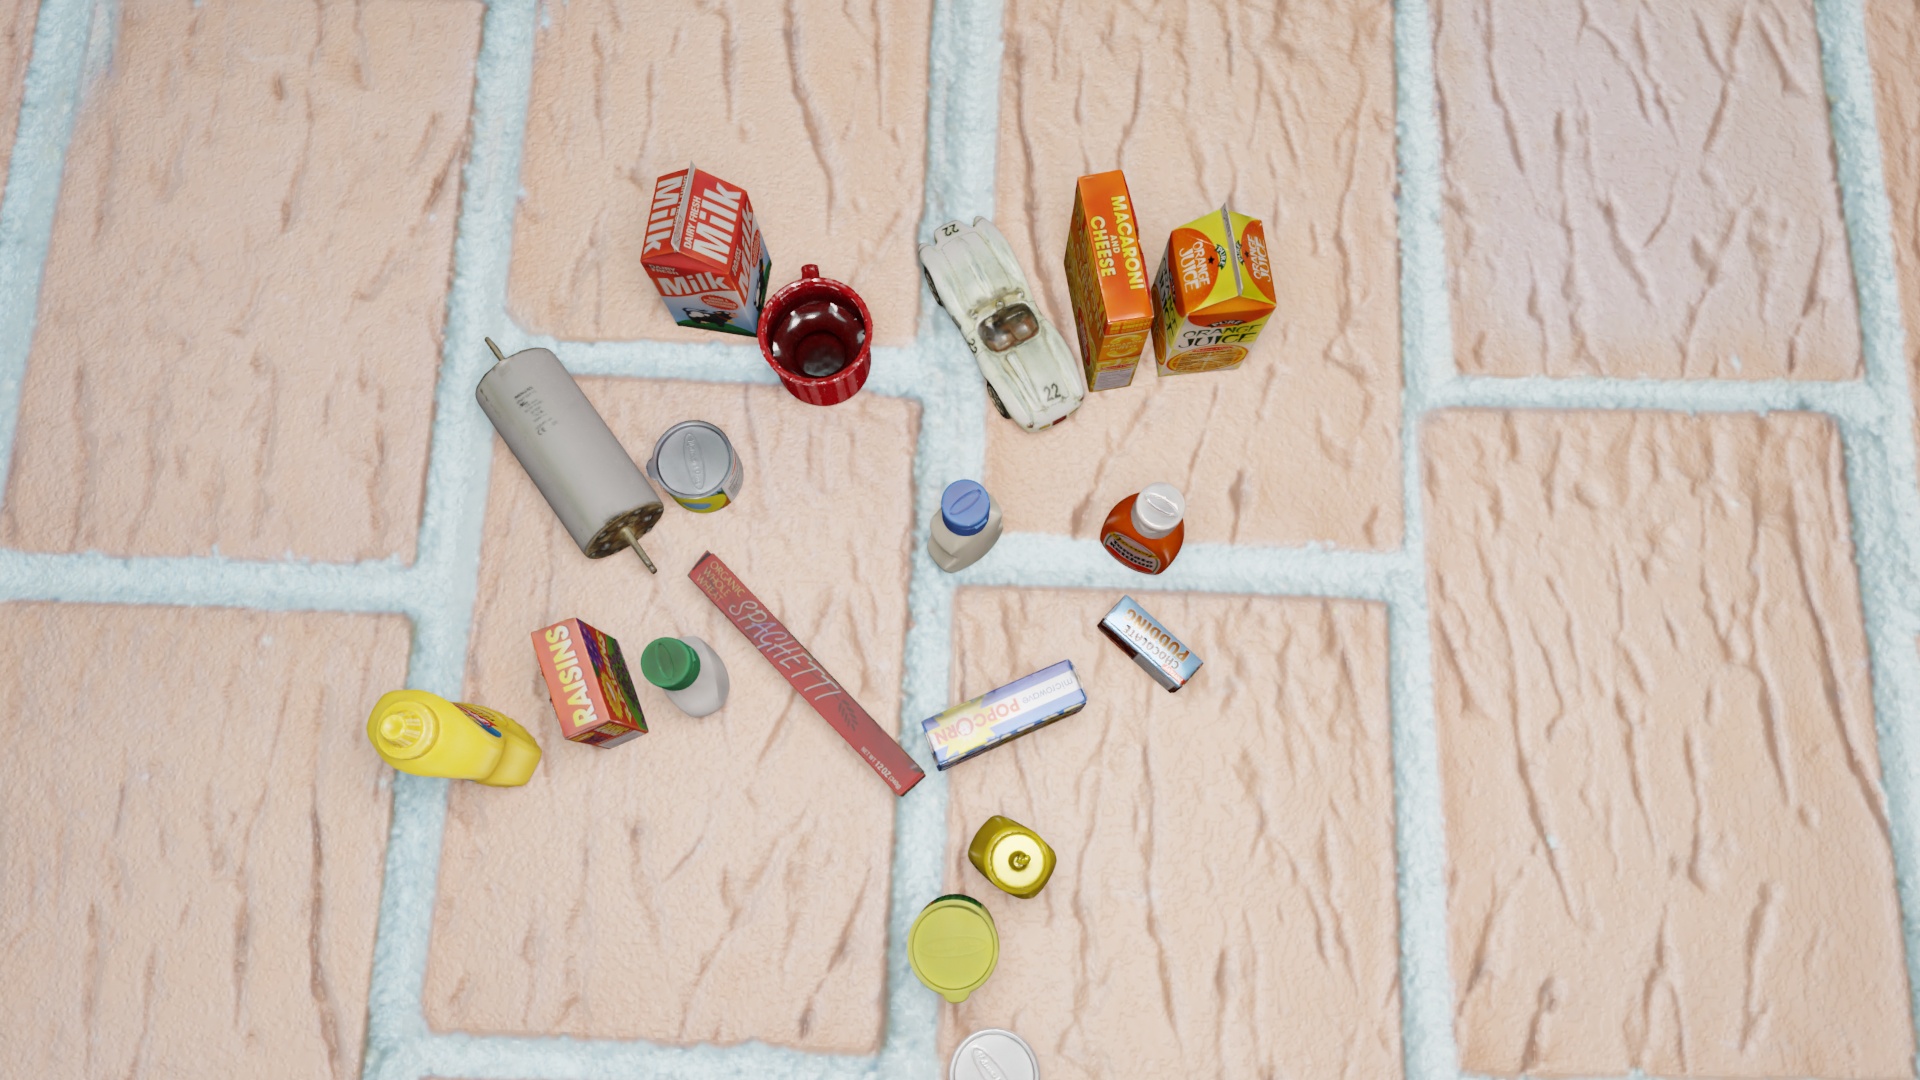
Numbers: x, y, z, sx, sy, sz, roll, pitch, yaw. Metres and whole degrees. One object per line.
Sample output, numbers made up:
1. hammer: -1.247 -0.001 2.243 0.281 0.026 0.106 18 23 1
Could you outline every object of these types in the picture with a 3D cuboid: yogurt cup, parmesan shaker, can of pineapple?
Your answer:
1. yogurt cup: 0.025 0.399 1.046 0.072 0.054 0.072 0 78 0
2. parmesan shaker: -0.005 0.304 1.042 0.071 0.103 0.071 0 78 0
3. can of pineapple: -0.217 -0.060 1.145 0.071 0.057 0.071 0 78 0

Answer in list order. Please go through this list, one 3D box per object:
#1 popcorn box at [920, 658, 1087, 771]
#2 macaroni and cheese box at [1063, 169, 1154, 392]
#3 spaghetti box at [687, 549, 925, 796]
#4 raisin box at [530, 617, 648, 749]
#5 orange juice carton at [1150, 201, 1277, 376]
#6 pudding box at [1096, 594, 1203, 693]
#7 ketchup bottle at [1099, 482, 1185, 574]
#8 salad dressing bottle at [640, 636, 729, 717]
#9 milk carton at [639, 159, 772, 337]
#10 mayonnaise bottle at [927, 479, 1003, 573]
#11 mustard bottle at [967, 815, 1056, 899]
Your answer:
1. popcorn box: 0.034 0.138 1.088 0.127 0.085 0.038 -23 79 -5
2. macaroni and cheese box: 0.118 -0.205 1.123 0.040 0.166 0.124 -10 78 -2
3. spaghetti box: -0.124 0.107 1.112 0.029 0.050 0.250 -44 81 -8
4. raisin box: -0.285 0.112 1.073 0.040 0.123 0.086 -21 79 -4
5. orange juice carton: 0.200 -0.197 1.108 0.073 0.192 0.072 -7 78 -1
6. pudding box: 0.152 0.084 1.118 0.084 0.049 0.030 42 81 8
7. ketchup bottle: 0.147 -0.012 1.089 0.065 0.148 0.043 31 80 6
8. salad dressing bottle: -0.211 0.101 1.064 0.044 0.147 0.064 -19 79 -4
9. milk carton: -0.205 -0.231 1.116 0.073 0.190 0.072 9 78 2
10. mayonnaise bottle: 0.004 -0.014 1.089 0.065 0.148 0.041 -37 81 -7
11. mustard bottle: 0.039 0.235 1.028 0.065 0.160 0.049 34 80 7
